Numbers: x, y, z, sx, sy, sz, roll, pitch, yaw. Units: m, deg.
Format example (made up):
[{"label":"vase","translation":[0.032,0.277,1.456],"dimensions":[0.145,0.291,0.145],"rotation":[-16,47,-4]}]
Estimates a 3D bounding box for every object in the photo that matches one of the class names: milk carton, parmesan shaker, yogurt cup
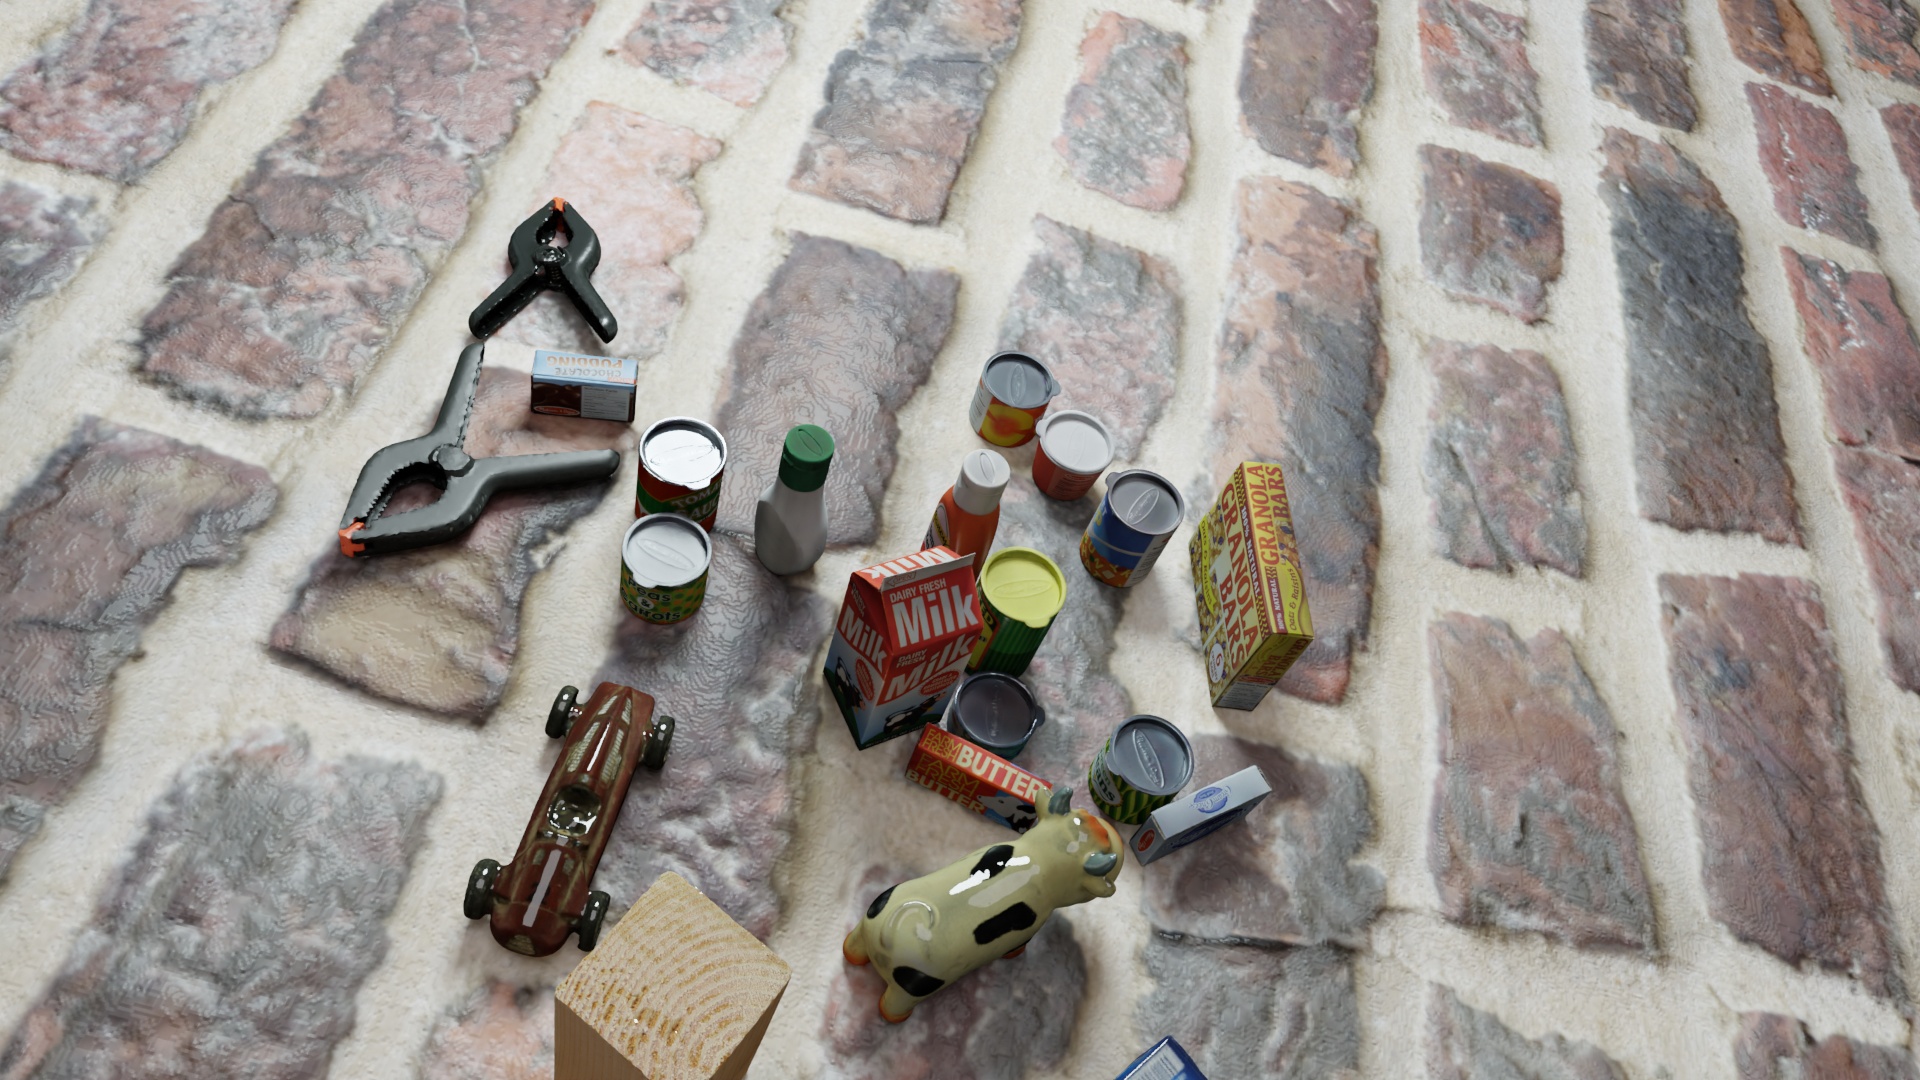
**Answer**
[{"label":"milk carton","translation":[-0.041,0.069,0.992],"dimensions":[0.072,0.189,0.073],"rotation":[-16,62,-25]},{"label":"parmesan shaker","translation":[0.036,0.062,1.073],"dimensions":[0.071,0.102,0.071],"rotation":[8,54,-11]},{"label":"yogurt cup","translation":[0.095,-0.072,1.214],"dimensions":[0.072,0.053,0.073],"rotation":[8,54,-11]}]

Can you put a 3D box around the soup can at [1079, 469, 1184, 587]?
[{"label":"soup can","translation":[0.140,-0.011,1.166],"dimensions":[0.071,0.083,0.072],"rotation":[8,54,-11]}]

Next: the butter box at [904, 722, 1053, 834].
[{"label":"butter box","translation":[0.012,0.175,1.018],"dimensions":[0.103,0.052,0.024],"rotation":[26,53,3]}]

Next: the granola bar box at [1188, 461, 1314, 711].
[{"label":"granola bar box","translation":[0.233,0.037,1.134],"dimensions":[0.039,0.123,0.166],"rotation":[6,55,-12]}]

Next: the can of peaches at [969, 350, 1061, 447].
[{"label":"can of peaches","translation":[0.047,-0.125,1.235],"dimensions":[0.071,0.057,0.071],"rotation":[8,54,-11]}]

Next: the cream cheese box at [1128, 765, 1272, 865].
[{"label":"cream cheese box","translation":[0.180,0.206,1.044],"dimensions":[0.104,0.053,0.024],"rotation":[-18,63,-26]}]

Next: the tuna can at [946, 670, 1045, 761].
[{"label":"tuna can","translation":[0.027,0.136,1.062],"dimensions":[0.071,0.032,0.071],"rotation":[8,54,-11]}]

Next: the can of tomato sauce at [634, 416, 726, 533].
[{"label":"can of tomato sauce","translation":[-0.219,-0.045,1.087],"dimensions":[0.071,0.082,0.071],"rotation":[8,54,-11]}]

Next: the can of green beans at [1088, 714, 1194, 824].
[{"label":"can of green beans","translation":[0.136,0.174,1.051],"dimensions":[0.071,0.057,0.071],"rotation":[8,54,-11]}]

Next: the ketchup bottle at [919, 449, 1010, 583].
[{"label":"ketchup bottle","translation":[0.004,-0.014,1.088],"dimensions":[0.043,0.148,0.065],"rotation":[-5,58,-19]}]

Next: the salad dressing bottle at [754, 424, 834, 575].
[{"label":"salad dressing bottle","translation":[-0.125,-0.030,1.063],"dimensions":[0.044,0.146,0.064],"rotation":[-30,69,-31]}]

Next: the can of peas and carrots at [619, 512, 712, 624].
[{"label":"can of peas and carrots","translation":[-0.225,0.024,1.052],"dimensions":[0.071,0.058,0.071],"rotation":[8,54,-11]}]

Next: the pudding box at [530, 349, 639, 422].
[{"label":"pudding box","translation":[-0.308,-0.126,1.139],"dimensions":[0.084,0.049,0.030],"rotation":[4,55,-13]}]
